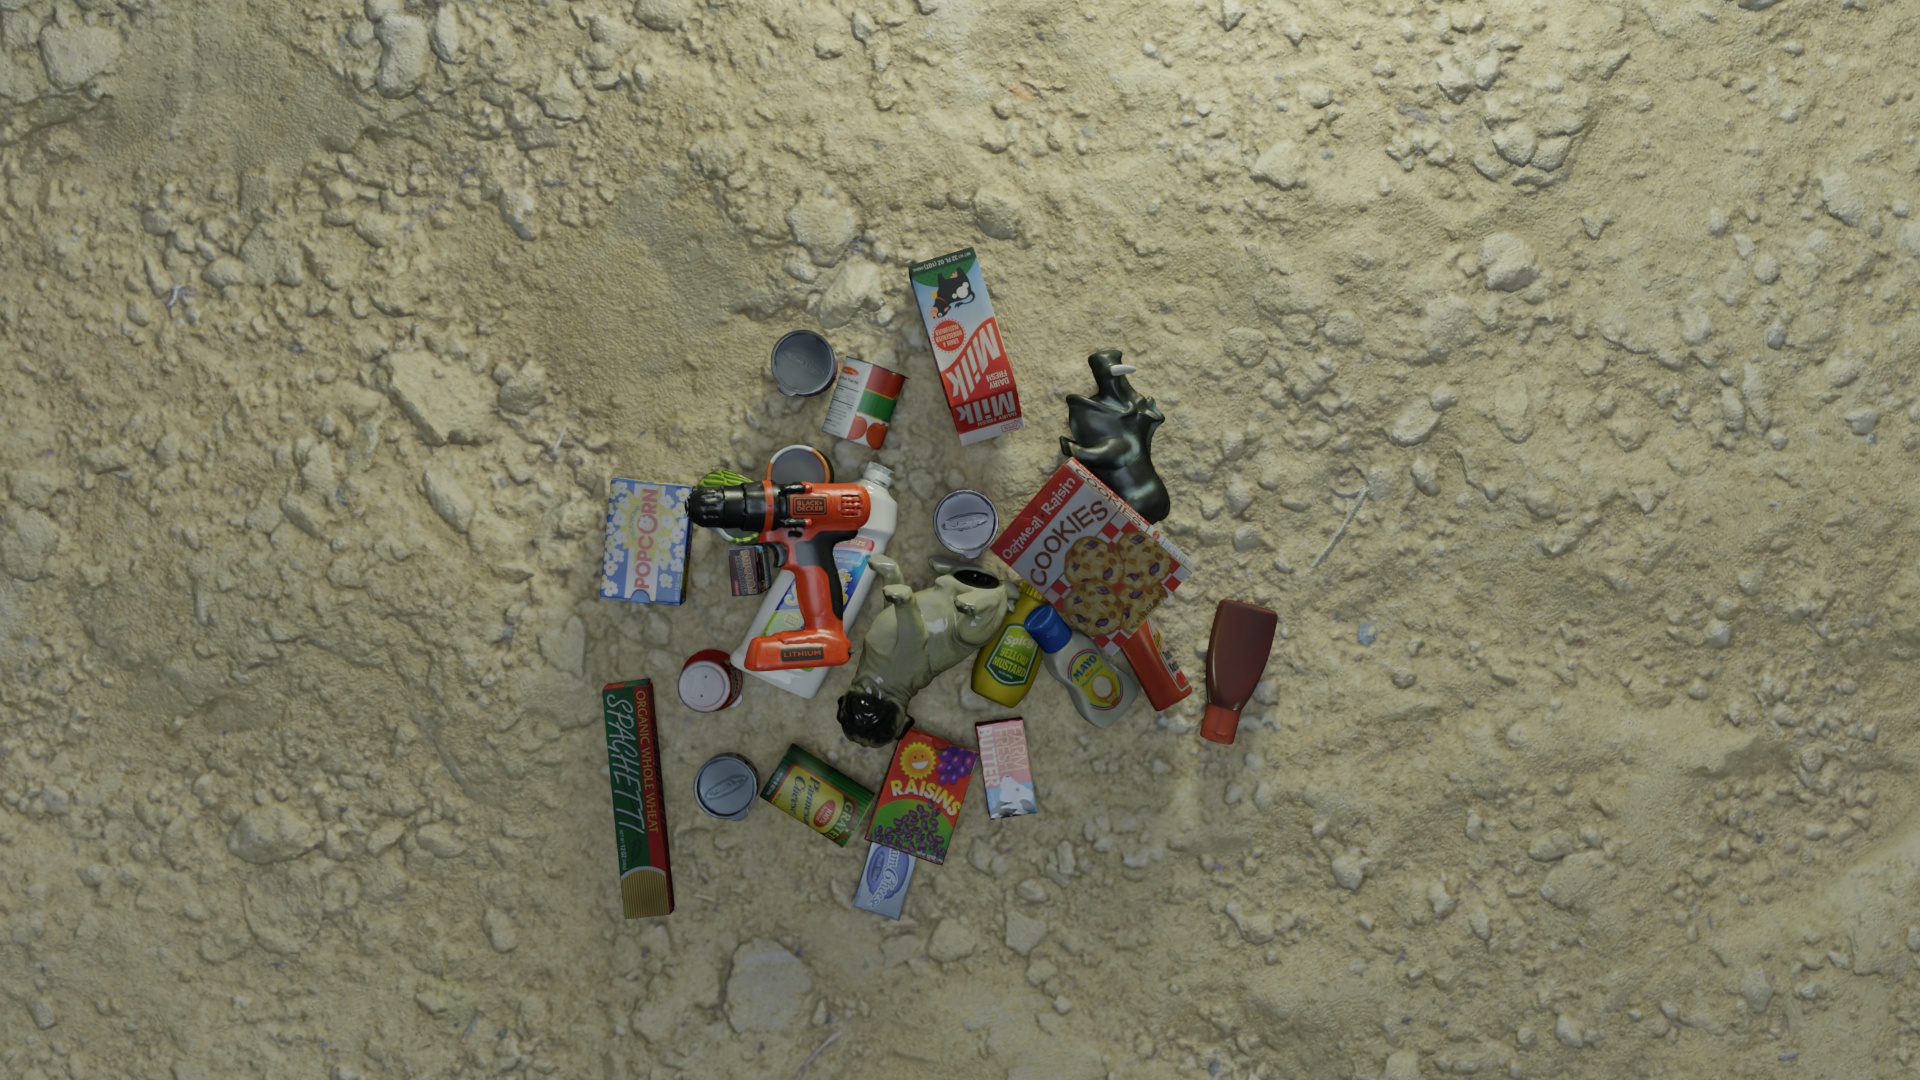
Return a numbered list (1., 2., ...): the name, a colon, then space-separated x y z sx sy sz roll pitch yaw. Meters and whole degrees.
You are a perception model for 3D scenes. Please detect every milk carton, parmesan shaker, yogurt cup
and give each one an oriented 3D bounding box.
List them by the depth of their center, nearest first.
1. milk carton: 0.007 -0.198 1.437 0.072 0.073 0.190 -17 92 -1
2. parmesan shaker: -0.151 0.268 1.452 0.103 0.071 0.071 31 91 -2
3. yogurt cup: -0.264 0.149 1.452 0.072 0.054 0.072 0 91 -1

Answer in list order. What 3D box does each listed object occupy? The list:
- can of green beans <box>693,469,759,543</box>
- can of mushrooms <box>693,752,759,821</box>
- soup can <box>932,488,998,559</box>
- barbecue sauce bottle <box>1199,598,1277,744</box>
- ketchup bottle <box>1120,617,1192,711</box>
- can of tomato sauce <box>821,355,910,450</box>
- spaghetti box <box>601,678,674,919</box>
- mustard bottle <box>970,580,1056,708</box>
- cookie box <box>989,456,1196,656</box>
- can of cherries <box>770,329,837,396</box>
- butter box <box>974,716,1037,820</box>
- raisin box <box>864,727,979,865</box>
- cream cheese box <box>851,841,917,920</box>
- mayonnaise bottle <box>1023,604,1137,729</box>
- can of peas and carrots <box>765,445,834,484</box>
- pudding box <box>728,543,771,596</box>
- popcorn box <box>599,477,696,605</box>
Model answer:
1. can of green beans: -0.235 -0.035 1.431 0.071 0.058 0.071 -11 111 -33
2. can of mushrooms: -0.245 0.260 1.466 0.071 0.033 0.071 0 91 -2
3. soup can: 0.005 -0.018 1.437 0.071 0.084 0.071 0 92 -1
4. barbecue sauce bottle: 0.288 0.140 1.469 0.065 0.043 0.148 13 92 -1
5. ketchup bottle: 0.188 0.105 1.458 0.043 0.065 0.149 -31 84 17
6. can of tomato sauce: -0.099 -0.141 1.442 0.071 0.071 0.083 19 92 -2
7. spaghetti box: -0.340 0.273 1.466 0.050 0.029 0.249 -5 92 -2
8. mustard bottle: 0.064 0.094 1.459 0.065 0.049 0.160 23 91 -5
9. cookie box: 0.133 0.016 1.403 0.167 0.040 0.122 41 111 3
10. can of cherries: -0.163 -0.181 1.442 0.071 0.058 0.071 0 93 -2
11. butter box: 0.048 0.241 1.476 0.053 0.024 0.103 -9 92 -1
12. raisin box: -0.041 0.267 1.452 0.086 0.040 0.123 20 75 -1
13. cream cheese box: -0.076 0.346 1.476 0.053 0.024 0.103 17 91 -3
14. mayonnaise bottle: 0.121 0.128 1.439 0.065 0.041 0.147 -45 116 -10
15. can of peas and carrots: -0.165 -0.064 1.445 0.071 0.059 0.071 0 92 -1
16. pudding box: -0.217 0.029 1.434 0.030 0.084 0.049 -4 93 0
17. popcorn box: -0.326 0.001 1.454 0.085 0.038 0.126 6 91 -3
